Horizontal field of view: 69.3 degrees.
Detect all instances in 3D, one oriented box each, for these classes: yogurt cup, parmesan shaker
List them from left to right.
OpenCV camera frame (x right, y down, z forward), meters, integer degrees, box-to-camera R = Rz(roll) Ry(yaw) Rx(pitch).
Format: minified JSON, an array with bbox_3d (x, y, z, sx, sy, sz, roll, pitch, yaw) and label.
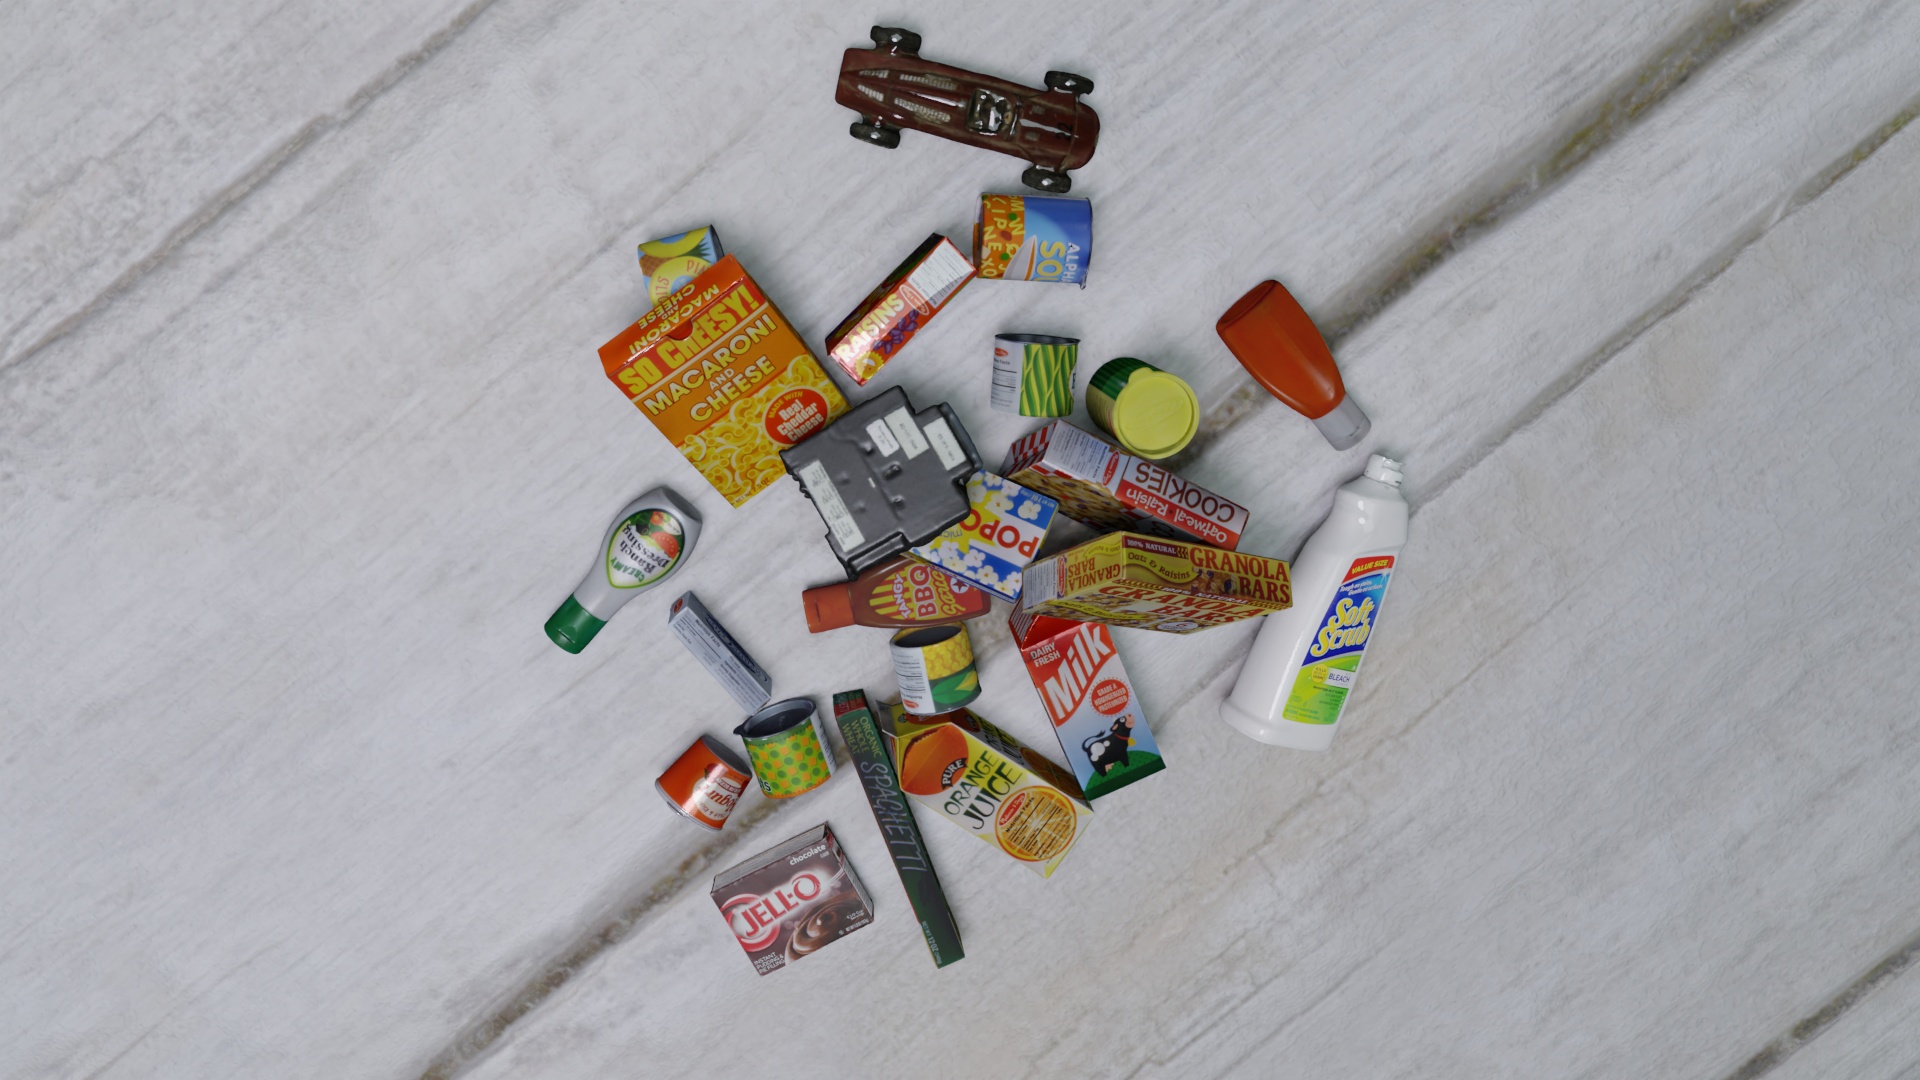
[{"bbox_3d":[-0.208,0.197,1.138,0.072,0.072,0.054,39,89,-14],"label":"yogurt cup"},{"bbox_3d":[0.139,-0.108,1.084,0.071,0.103,0.071,-2,104,-7],"label":"parmesan shaker"}]

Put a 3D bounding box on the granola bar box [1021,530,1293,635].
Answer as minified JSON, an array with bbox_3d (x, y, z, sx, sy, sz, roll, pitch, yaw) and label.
[{"bbox_3d":[0.148,0.035,1.054,0.166,0.124,0.039,10,71,-32],"label":"granola bar box"}]

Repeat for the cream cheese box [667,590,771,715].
[{"bbox_3d":[-0.193,0.091,1.118,0.024,0.053,0.103,-39,105,2],"label":"cream cheese box"}]

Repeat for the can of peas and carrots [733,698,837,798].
[{"bbox_3d":[-0.143,0.171,1.137,0.071,0.071,0.058,-18,106,-2],"label":"can of peas and carrots"}]

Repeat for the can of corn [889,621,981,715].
[{"bbox_3d":[-0.019,0.102,1.136,0.071,0.071,0.058,-13,105,-3],"label":"can of corn"}]

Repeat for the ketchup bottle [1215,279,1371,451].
[{"bbox_3d":[0.275,-0.137,1.124,0.064,0.043,0.148,-42,105,5],"label":"ketchup bottle"}]

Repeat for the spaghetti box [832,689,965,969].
[{"bbox_3d":[-0.052,0.243,1.173,0.029,0.050,0.249,-21,105,-3],"label":"spaghetti box"}]

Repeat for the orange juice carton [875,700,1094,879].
[{"bbox_3d":[0.011,0.194,1.157,0.192,0.072,0.073,34,98,-13],"label":"orange juice carton"}]

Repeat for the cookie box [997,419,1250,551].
[{"bbox_3d":[0.125,-0.035,1.088,0.167,0.123,0.040,25,79,-12],"label":"cookie box"}]

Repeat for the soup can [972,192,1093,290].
[{"bbox_3d":[0.054,-0.229,1.063,0.084,0.071,0.071,1,104,-6],"label":"soup can"}]

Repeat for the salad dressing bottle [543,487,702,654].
[{"bbox_3d":[-0.268,0.026,1.099,0.064,0.044,0.147,41,96,-13],"label":"salad dressing bottle"}]

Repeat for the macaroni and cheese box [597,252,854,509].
[{"bbox_3d":[-0.169,-0.115,1.039,0.124,0.040,0.166,-36,136,2],"label":"macaroni and cheese box"}]

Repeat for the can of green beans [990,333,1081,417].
[{"bbox_3d":[0.058,-0.130,1.088,0.071,0.071,0.057,2,104,-7],"label":"can of green beans"}]

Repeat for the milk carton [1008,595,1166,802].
[{"bbox_3d":[0.096,0.110,1.147,0.073,0.072,0.190,-24,105,0],"label":"milk carton"}]

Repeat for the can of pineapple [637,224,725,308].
[{"bbox_3d":[-0.204,-0.196,1.040,0.058,0.071,0.070,-16,105,-2],"label":"can of pineapple"}]

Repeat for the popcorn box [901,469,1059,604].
[{"bbox_3d":[0.004,-0.014,1.096,0.127,0.038,0.085,24,81,5],"label":"popcorn box"}]

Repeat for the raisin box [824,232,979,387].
[{"bbox_3d":[-0.047,-0.177,1.054,0.123,0.086,0.040,-44,106,5],"label":"raisin box"}]

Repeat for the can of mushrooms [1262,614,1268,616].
[{"bbox_3d":[0.230,0.037,1.146,0.071,0.071,0.033,18,100,-11],"label":"can of mushrooms"}]

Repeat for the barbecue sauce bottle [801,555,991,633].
[{"bbox_3d":[-0.052,0.043,1.128,0.149,0.044,0.064,-11,95,-3],"label":"barbecue sauce bottle"}]
